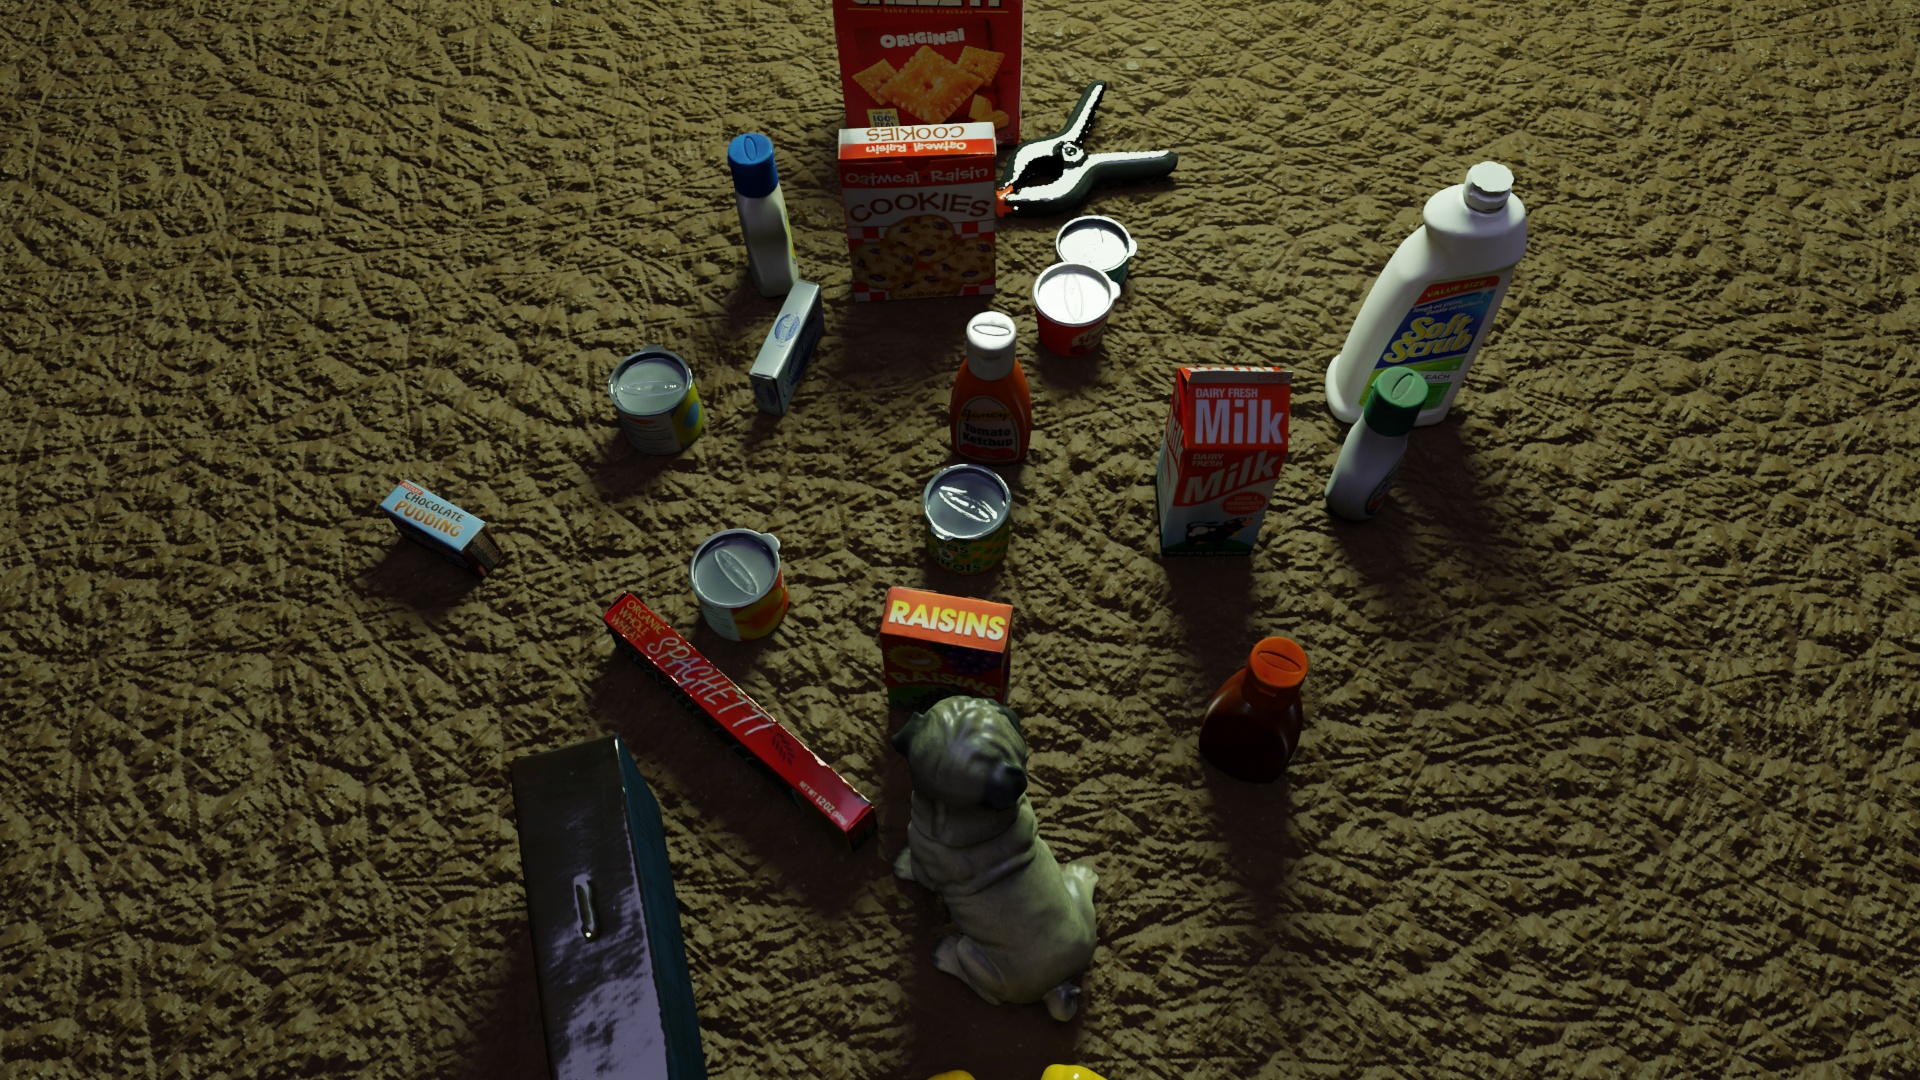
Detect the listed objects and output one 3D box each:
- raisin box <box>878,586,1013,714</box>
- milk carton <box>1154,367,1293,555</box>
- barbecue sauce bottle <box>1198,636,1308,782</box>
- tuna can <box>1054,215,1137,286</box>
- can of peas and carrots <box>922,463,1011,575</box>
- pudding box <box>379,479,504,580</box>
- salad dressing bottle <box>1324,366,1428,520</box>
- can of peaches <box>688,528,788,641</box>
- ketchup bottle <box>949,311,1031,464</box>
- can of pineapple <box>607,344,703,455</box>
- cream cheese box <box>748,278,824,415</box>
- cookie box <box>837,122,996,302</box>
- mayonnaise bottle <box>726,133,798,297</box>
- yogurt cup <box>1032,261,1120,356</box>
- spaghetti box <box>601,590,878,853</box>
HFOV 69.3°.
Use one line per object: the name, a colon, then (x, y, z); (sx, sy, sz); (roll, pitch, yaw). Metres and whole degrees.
raisin box: (-0.008, 0.081, 0.961); (0.086, 0.122, 0.040); (9, 60, 6)
milk carton: (0.189, -0.066, 1.006); (0.072, 0.189, 0.074); (0, 60, 1)
barbecue sauce bottle: (0.199, 0.113, 0.924); (0.065, 0.147, 0.044); (23, 63, 14)
tuna can: (0.117, -0.247, 1.207); (0.071, 0.032, 0.071); (0, 59, 1)
can of peas and carrots: (0.004, -0.013, 1.054); (0.071, 0.058, 0.071); (0, 59, 1)
pudding box: (-0.396, -0.009, 1.063); (0.084, 0.049, 0.030); (27, 63, 16)
salad dressing bottle: (0.309, -0.071, 1.032); (0.044, 0.147, 0.064); (32, 65, 18)
can of peaches: (-0.161, 0.033, 1.030); (0.071, 0.057, 0.071); (0, 59, 1)
ketchup bottle: (0.023, -0.115, 1.063); (0.065, 0.148, 0.044); (8, 60, 5)
can of pineapple: (-0.243, -0.112, 1.117); (0.071, 0.057, 0.071); (0, 59, 1)
cream cheese box: (-0.141, -0.159, 1.147); (0.024, 0.053, 0.104); (15, 61, 10)
cookie box: (-0.033, -0.266, 1.143); (0.123, 0.166, 0.040); (-3, 60, -1)
mayonnaise bottle: (-0.165, -0.272, 1.159); (0.041, 0.147, 0.065); (-12, 60, -6)
yogurt cup: (0.093, -0.191, 1.161); (0.072, 0.053, 0.073); (0, 59, 1)
spaghetti box: (-0.158, 0.126, 0.979); (0.250, 0.050, 0.029); (37, 67, 20)
